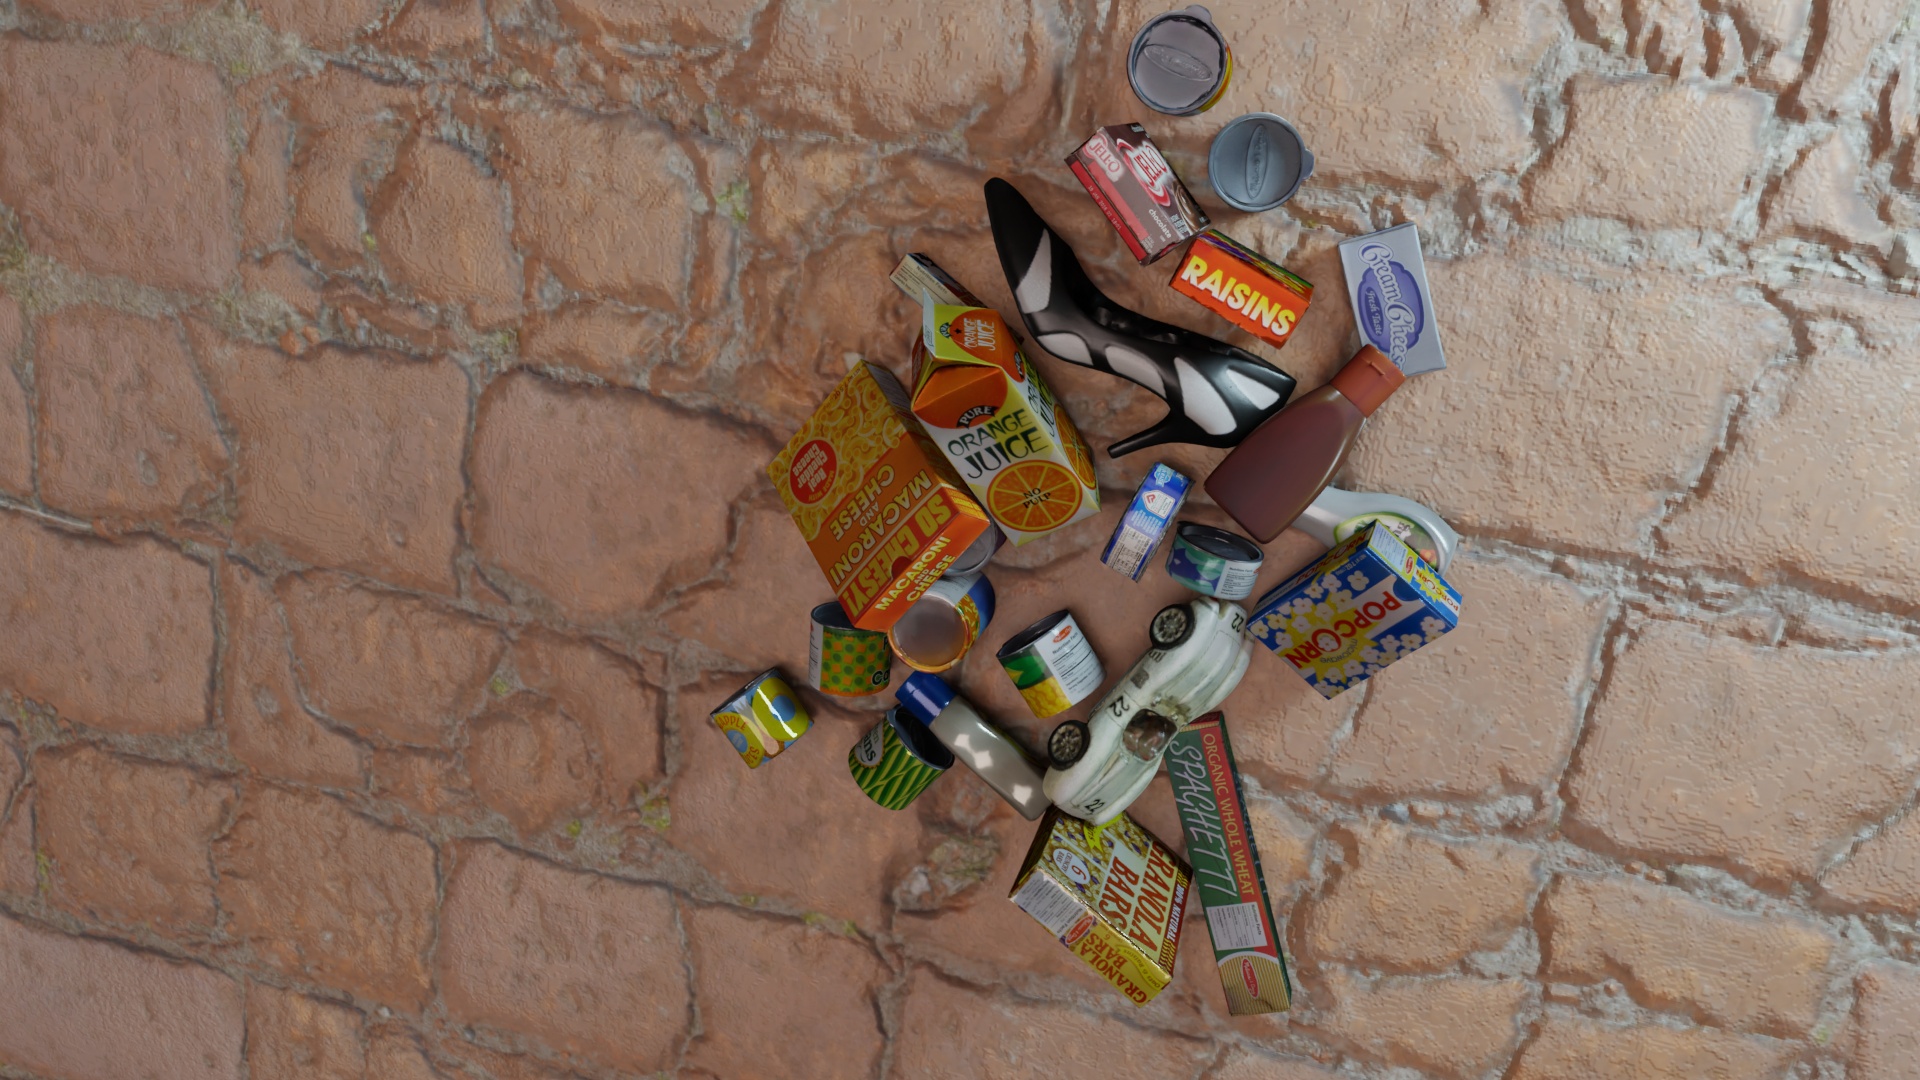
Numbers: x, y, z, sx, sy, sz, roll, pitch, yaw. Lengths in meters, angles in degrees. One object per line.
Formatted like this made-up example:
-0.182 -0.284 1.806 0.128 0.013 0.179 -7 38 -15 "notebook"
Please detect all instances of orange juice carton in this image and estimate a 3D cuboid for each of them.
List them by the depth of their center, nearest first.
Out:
0.023 -0.090 0.981 0.073 0.072 0.192 -24 128 19 "orange juice carton"

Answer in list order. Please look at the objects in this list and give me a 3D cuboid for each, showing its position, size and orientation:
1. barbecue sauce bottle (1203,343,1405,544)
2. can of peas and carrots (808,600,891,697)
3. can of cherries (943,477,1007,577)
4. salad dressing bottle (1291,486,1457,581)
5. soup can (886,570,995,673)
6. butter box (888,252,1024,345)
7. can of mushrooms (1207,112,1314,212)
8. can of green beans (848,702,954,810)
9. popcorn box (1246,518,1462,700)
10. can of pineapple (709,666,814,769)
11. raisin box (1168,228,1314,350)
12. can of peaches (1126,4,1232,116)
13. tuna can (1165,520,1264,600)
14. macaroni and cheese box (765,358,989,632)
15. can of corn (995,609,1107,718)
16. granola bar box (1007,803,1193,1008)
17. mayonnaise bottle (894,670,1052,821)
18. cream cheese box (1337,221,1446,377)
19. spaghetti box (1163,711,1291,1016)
0.239 -0.069 0.955 0.065 0.044 0.148 45 102 10 "barbecue sauce bottle"
-0.085 0.086 1.105 0.071 0.071 0.058 8 107 13 "can of peas and carrots"
0.004 -0.013 1.059 0.071 0.058 0.071 4 105 15 "can of cherries"
0.276 -0.013 0.994 0.148 0.044 0.064 24 118 10 "salad dressing bottle"
-0.014 0.061 1.069 0.071 0.084 0.071 4 106 14 "soup can"
-0.002 -0.170 1.023 0.103 0.053 0.024 41 108 1 "butter box"
0.207 -0.259 0.954 0.071 0.033 0.071 4 104 14 "can of mushrooms"
-0.048 0.174 1.117 0.071 0.071 0.057 45 111 0 "can of green beans"
0.277 0.051 0.985 0.085 0.038 0.126 42 135 -4 "popcorn box"
-0.163 0.147 1.139 0.071 0.071 0.058 -35 94 20 "can of pineapple"
0.191 -0.171 0.933 0.086 0.124 0.040 32 111 5 "raisin box"
0.151 -0.323 0.940 0.071 0.058 0.071 4 105 14 "can of peaches"
0.183 0.014 1.016 0.071 0.071 0.032 19 110 9 "tuna can"
-0.066 -0.034 1.037 0.123 0.040 0.167 -47 55 21 "macaroni and cheese box"
0.069 0.096 1.067 0.071 0.071 0.058 -31 95 20 "can of corn"
0.110 0.257 1.044 0.124 0.166 0.039 40 110 2 "granola bar box"
0.014 0.159 1.101 0.148 0.064 0.041 42 90 6 "mayonnaise bottle"
0.298 -0.163 0.960 0.053 0.024 0.103 -13 101 17 "cream cheese box"
0.209 0.254 1.089 0.050 0.029 0.249 -12 101 18 "spaghetti box"
